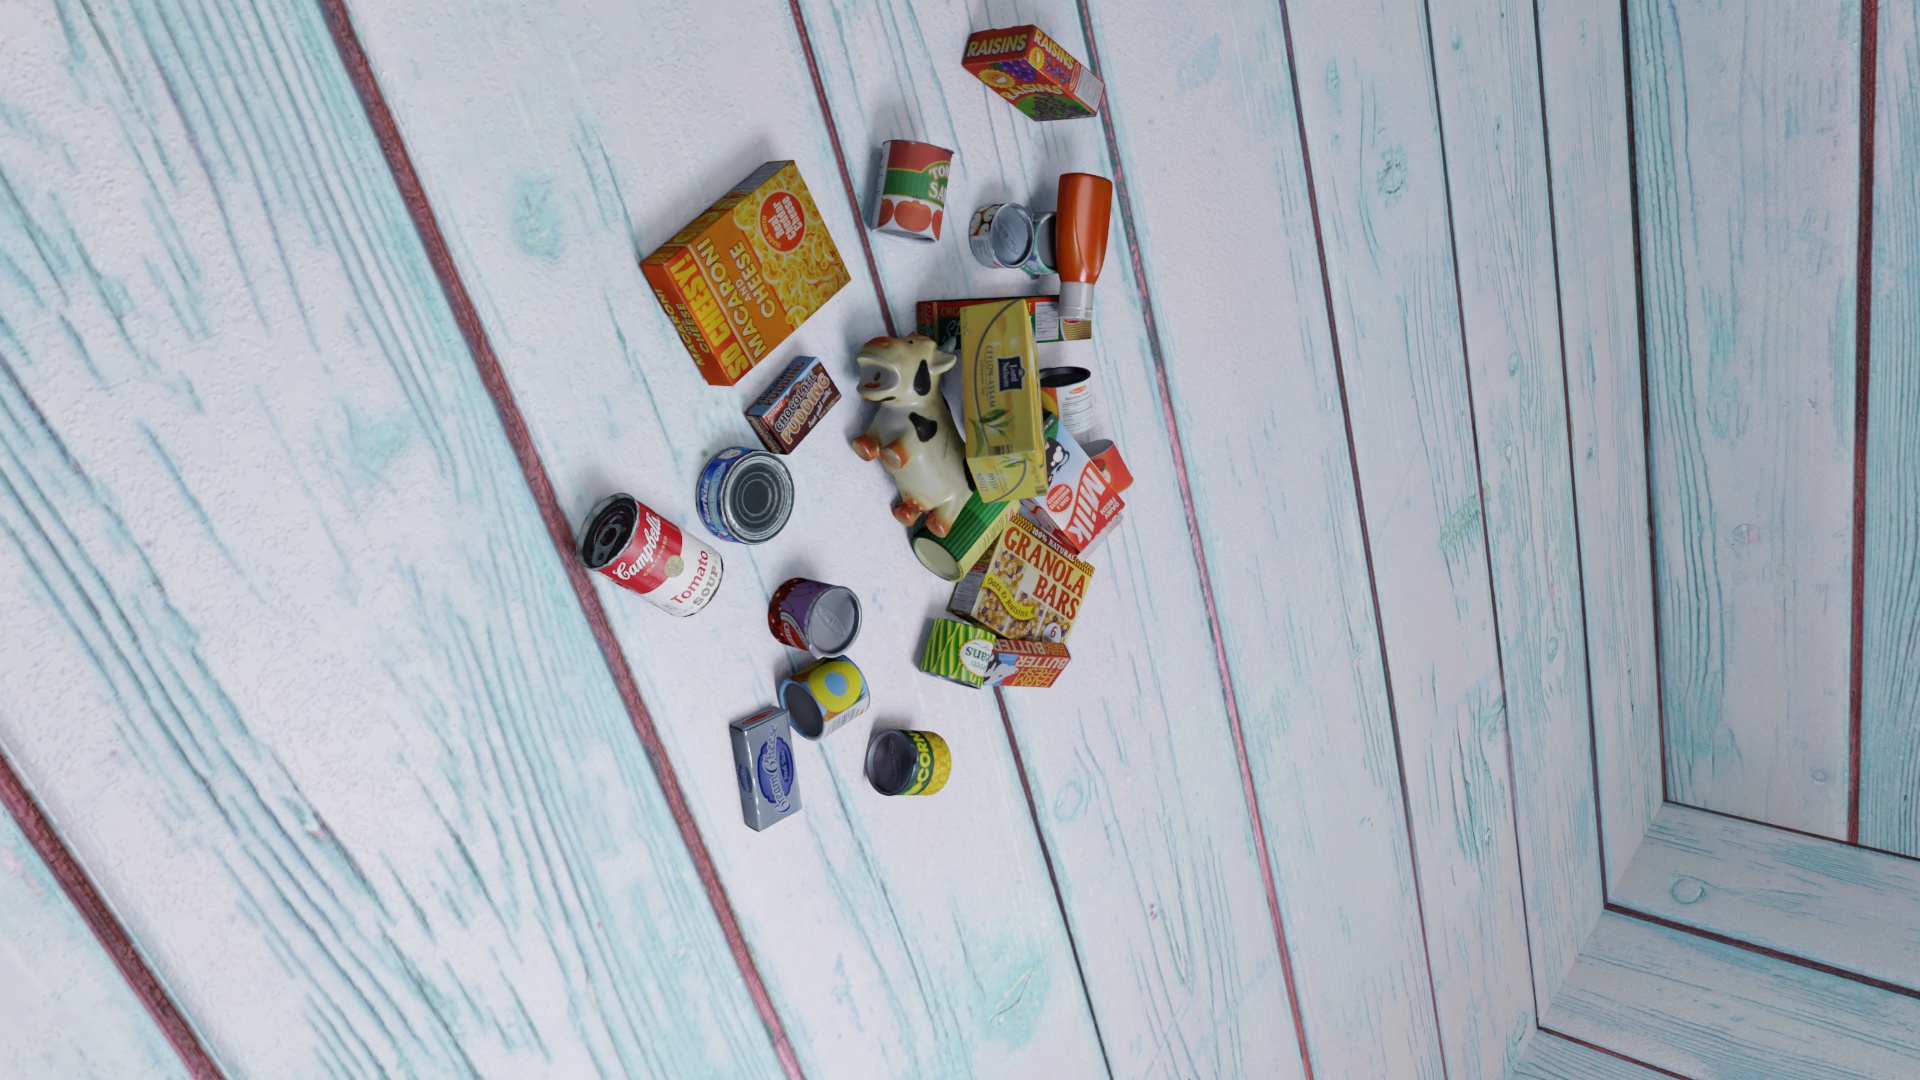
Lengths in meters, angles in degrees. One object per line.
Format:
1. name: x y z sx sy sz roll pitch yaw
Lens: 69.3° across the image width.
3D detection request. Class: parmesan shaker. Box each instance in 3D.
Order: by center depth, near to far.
1. parmesan shaker: 0.005 -0.018 1.404 0.103 0.071 0.071 -50 129 -28

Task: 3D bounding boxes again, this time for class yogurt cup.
1. yogurt cup: 0.155 -0.078 1.561 0.073 0.072 0.053 -39 115 -36

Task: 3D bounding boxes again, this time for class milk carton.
1. milk carton: 0.103 -0.057 1.443 0.072 0.073 0.190 -46 125 -6

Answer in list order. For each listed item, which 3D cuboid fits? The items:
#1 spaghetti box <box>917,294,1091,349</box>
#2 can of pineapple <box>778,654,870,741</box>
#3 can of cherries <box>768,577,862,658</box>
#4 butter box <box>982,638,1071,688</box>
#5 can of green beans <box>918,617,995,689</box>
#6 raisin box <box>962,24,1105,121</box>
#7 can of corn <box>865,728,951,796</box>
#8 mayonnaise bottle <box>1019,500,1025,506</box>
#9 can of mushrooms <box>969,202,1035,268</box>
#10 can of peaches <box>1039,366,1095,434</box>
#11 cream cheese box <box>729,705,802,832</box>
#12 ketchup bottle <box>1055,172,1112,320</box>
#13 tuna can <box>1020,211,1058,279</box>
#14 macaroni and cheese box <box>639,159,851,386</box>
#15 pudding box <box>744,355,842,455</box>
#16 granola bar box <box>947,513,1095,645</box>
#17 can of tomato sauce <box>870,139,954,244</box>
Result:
1. spaghetti box: 0.050 -0.229 1.447 0.251 0.028 0.050 -12 106 -46
2. can of pineapple: -0.128 0.144 1.292 0.058 0.071 0.070 -30 117 -40
3. can of cherries: -0.135 0.072 1.277 0.072 0.058 0.071 -12 106 -46
4. butter box: 0.062 0.132 1.485 0.103 0.024 0.052 6 132 -30
5. can of green beans: -0.003 0.116 1.421 0.071 0.071 0.058 26 77 -46
6. raisin box: 0.074 -0.467 1.391 0.123 0.086 0.040 20 84 -47
7. can of corn: -0.049 0.221 1.385 0.058 0.071 0.071 12 88 -48
8. mayonnaise bottle: 0.062 -0.106 1.473 0.065 0.041 0.147 -35 123 -29
9. can of mushrooms: 0.044 -0.313 1.421 0.071 0.033 0.071 -9 103 -43
10. can of peaches: 0.109 -0.151 1.497 0.071 0.071 0.057 -31 123 -40
11. cream cheese box: -0.178 0.210 1.278 0.053 0.024 0.103 -21 112 -43
12. ketchup bottle: 0.126 -0.306 1.454 0.065 0.043 0.148 0 96 -46
13. tuna can: 0.088 -0.312 1.471 0.071 0.033 0.071 -10 103 -46
14. macaroni and cheese box: -0.180 -0.229 1.191 0.167 0.040 0.123 -49 129 -31
15. pudding box: -0.150 -0.122 1.248 0.084 0.030 0.049 -52 129 -28
16. granola bar box: 0.068 0.051 1.506 0.165 0.039 0.124 34 73 -44
17. can of tomato sauce: -0.044 -0.325 1.299 0.071 0.071 0.083 7 92 -48
